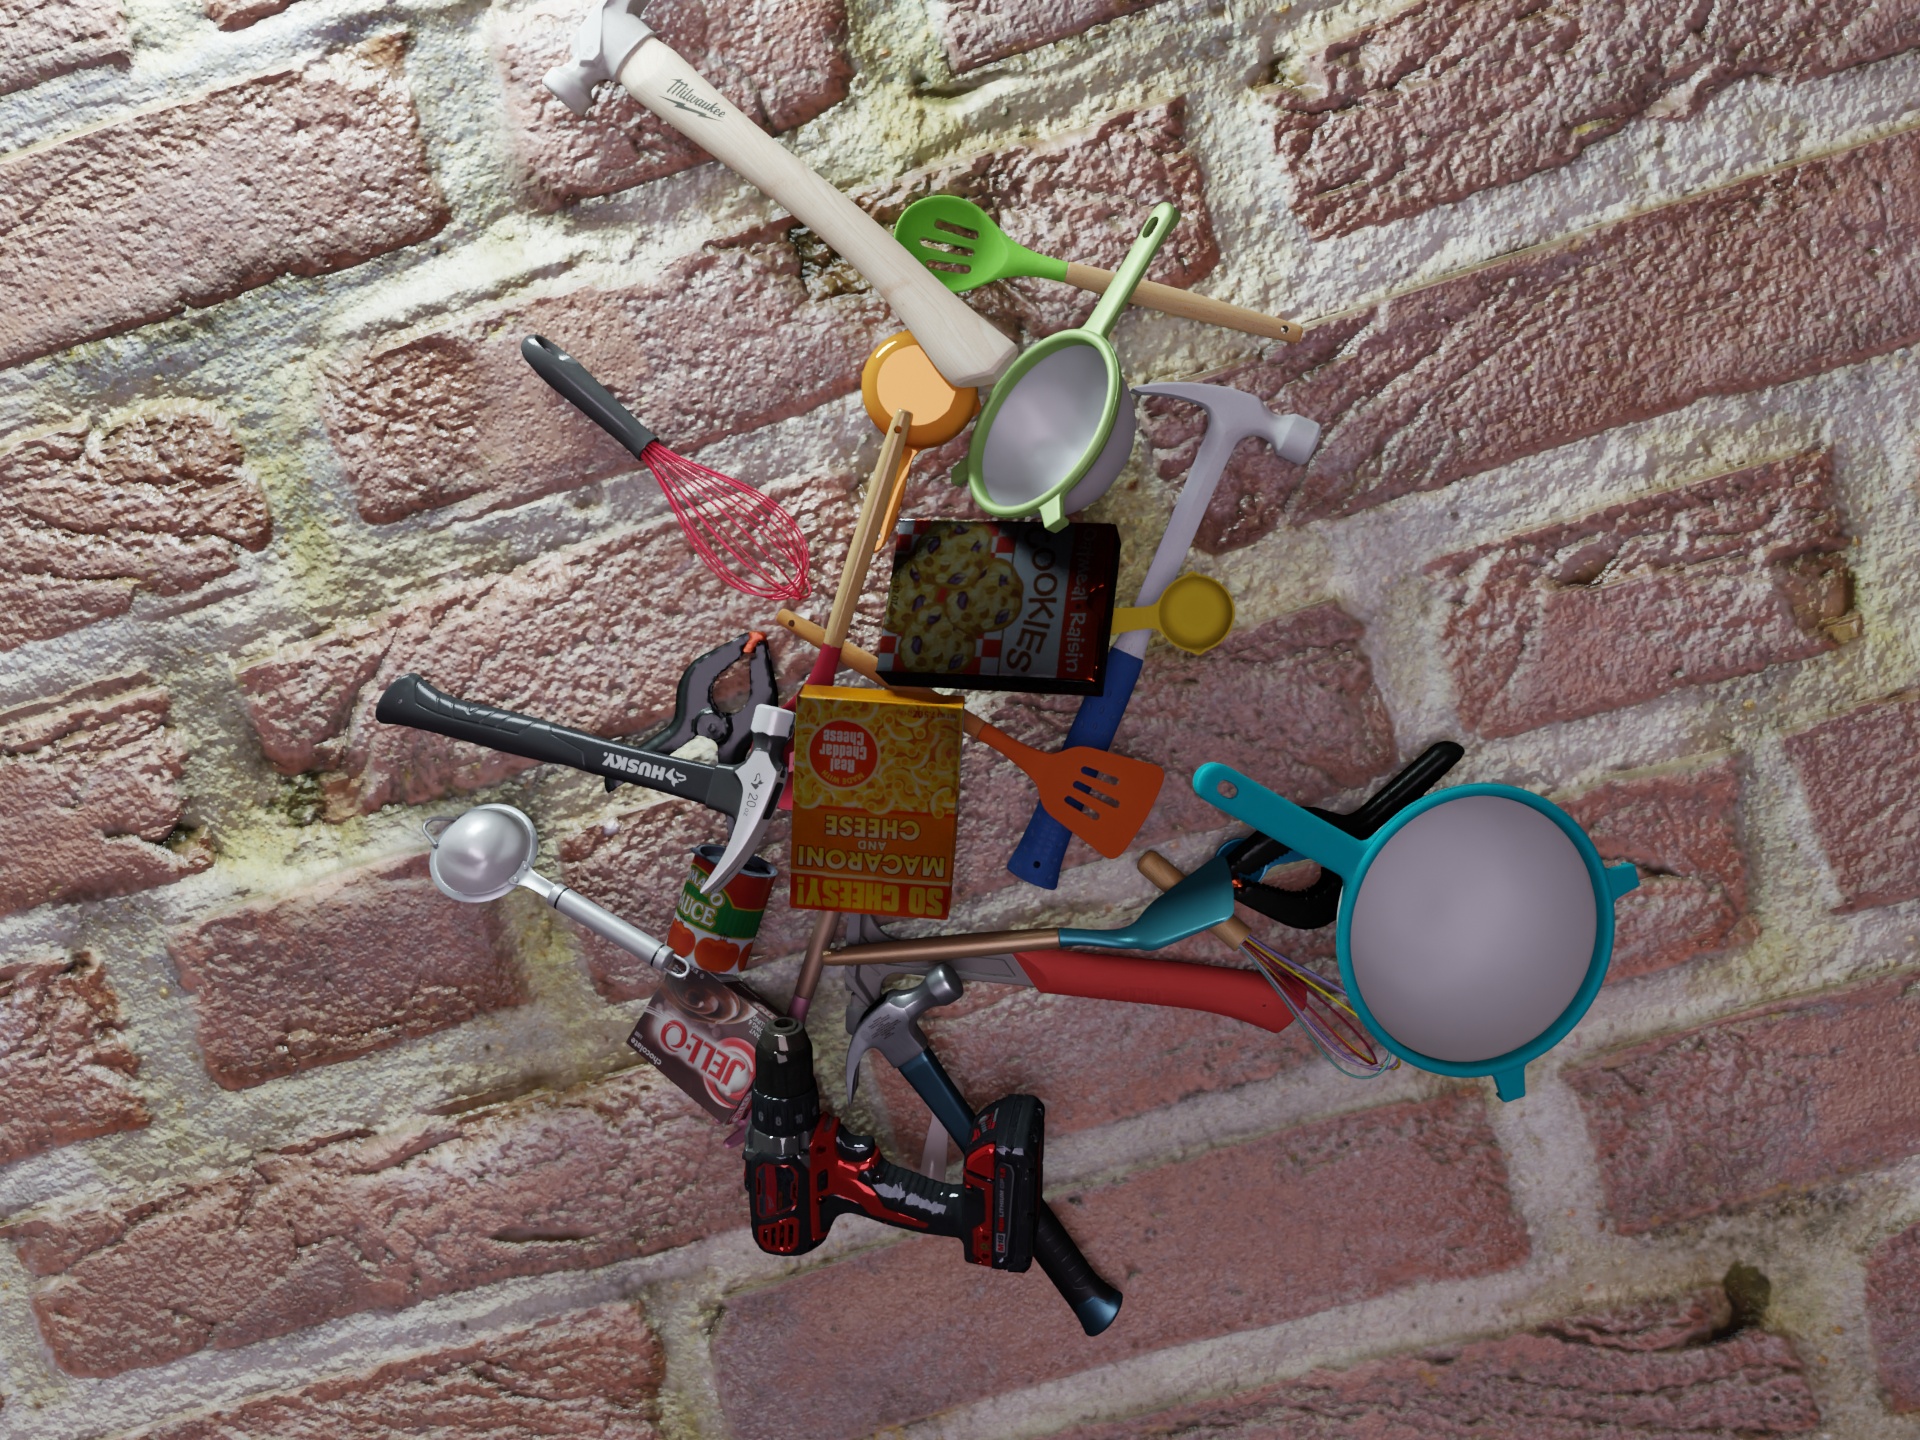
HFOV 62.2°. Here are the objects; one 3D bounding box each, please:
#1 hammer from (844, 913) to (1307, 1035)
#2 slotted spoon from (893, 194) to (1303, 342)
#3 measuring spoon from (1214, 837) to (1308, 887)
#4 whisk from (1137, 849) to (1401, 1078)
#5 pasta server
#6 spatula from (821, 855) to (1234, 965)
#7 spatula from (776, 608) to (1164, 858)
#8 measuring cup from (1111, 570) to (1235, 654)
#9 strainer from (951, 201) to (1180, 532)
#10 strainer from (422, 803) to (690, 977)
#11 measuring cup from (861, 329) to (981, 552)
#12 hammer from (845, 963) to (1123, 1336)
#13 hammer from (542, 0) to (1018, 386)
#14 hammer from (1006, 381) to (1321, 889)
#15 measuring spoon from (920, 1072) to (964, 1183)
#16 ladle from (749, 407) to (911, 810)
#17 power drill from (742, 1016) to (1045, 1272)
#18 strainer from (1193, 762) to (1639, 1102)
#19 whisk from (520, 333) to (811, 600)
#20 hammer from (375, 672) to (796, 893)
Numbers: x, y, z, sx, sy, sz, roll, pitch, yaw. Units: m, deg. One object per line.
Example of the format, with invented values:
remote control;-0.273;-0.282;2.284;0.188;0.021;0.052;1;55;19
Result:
hammer;0.089;0.189;1.246;0.359;0.037;0.149;5;97;3
slotted spoon;0.104;-0.327;1.194;0.313;0.031;0.070;14;97;-1
measuring spoon;0.257;0.099;1.240;0.128;0.021;0.042;-15;101;-5
whisk;0.231;0.184;1.209;0.245;0.047;0.051;40;95;17
pasta server;-0.120;0.193;1.256;0.060;0.040;0.316;21;96;25
spatula;0.048;0.156;1.203;0.317;0.082;0.044;-7;118;8
spatula;-0.002;-0.004;1.214;0.323;0.041;0.081;30;100;12
measuring cup;0.127;-0.076;1.189;0.156;0.029;0.062;-5;96;15
strainer;0.105;-0.252;1.169;0.069;0.152;0.256;28;94;-37
strainer;-0.317;0.130;1.229;0.258;0.050;0.087;28;65;11
measuring cup;-0.044;-0.210;1.199;0.095;0.052;0.173;17;95;1
hammer;0.027;0.350;1.248;0.128;0.033;0.331;-32;101;15
hammer;-0.114;-0.396;1.164;0.411;0.038;0.146;42;96;7
hammer;0.127;-0.064;1.216;0.144;0.035;0.405;23;97;0
measuring spoon;-0.020;0.345;1.277;0.034;0.018;0.124;7;97;2
ladle;-0.090;-0.081;1.197;0.069;0.031;0.315;18;102;-4
power drill;-0.053;0.318;1.193;0.227;0.080;0.187;3;107;8
strainer;0.303;0.115;1.150;0.340;0.095;0.211;29;89;-10
whisk;-0.223;-0.194;1.210;0.296;0.073;0.073;42;97;3
hammer;-0.296;0.027;1.216;0.335;0.035;0.146;14;87;13
